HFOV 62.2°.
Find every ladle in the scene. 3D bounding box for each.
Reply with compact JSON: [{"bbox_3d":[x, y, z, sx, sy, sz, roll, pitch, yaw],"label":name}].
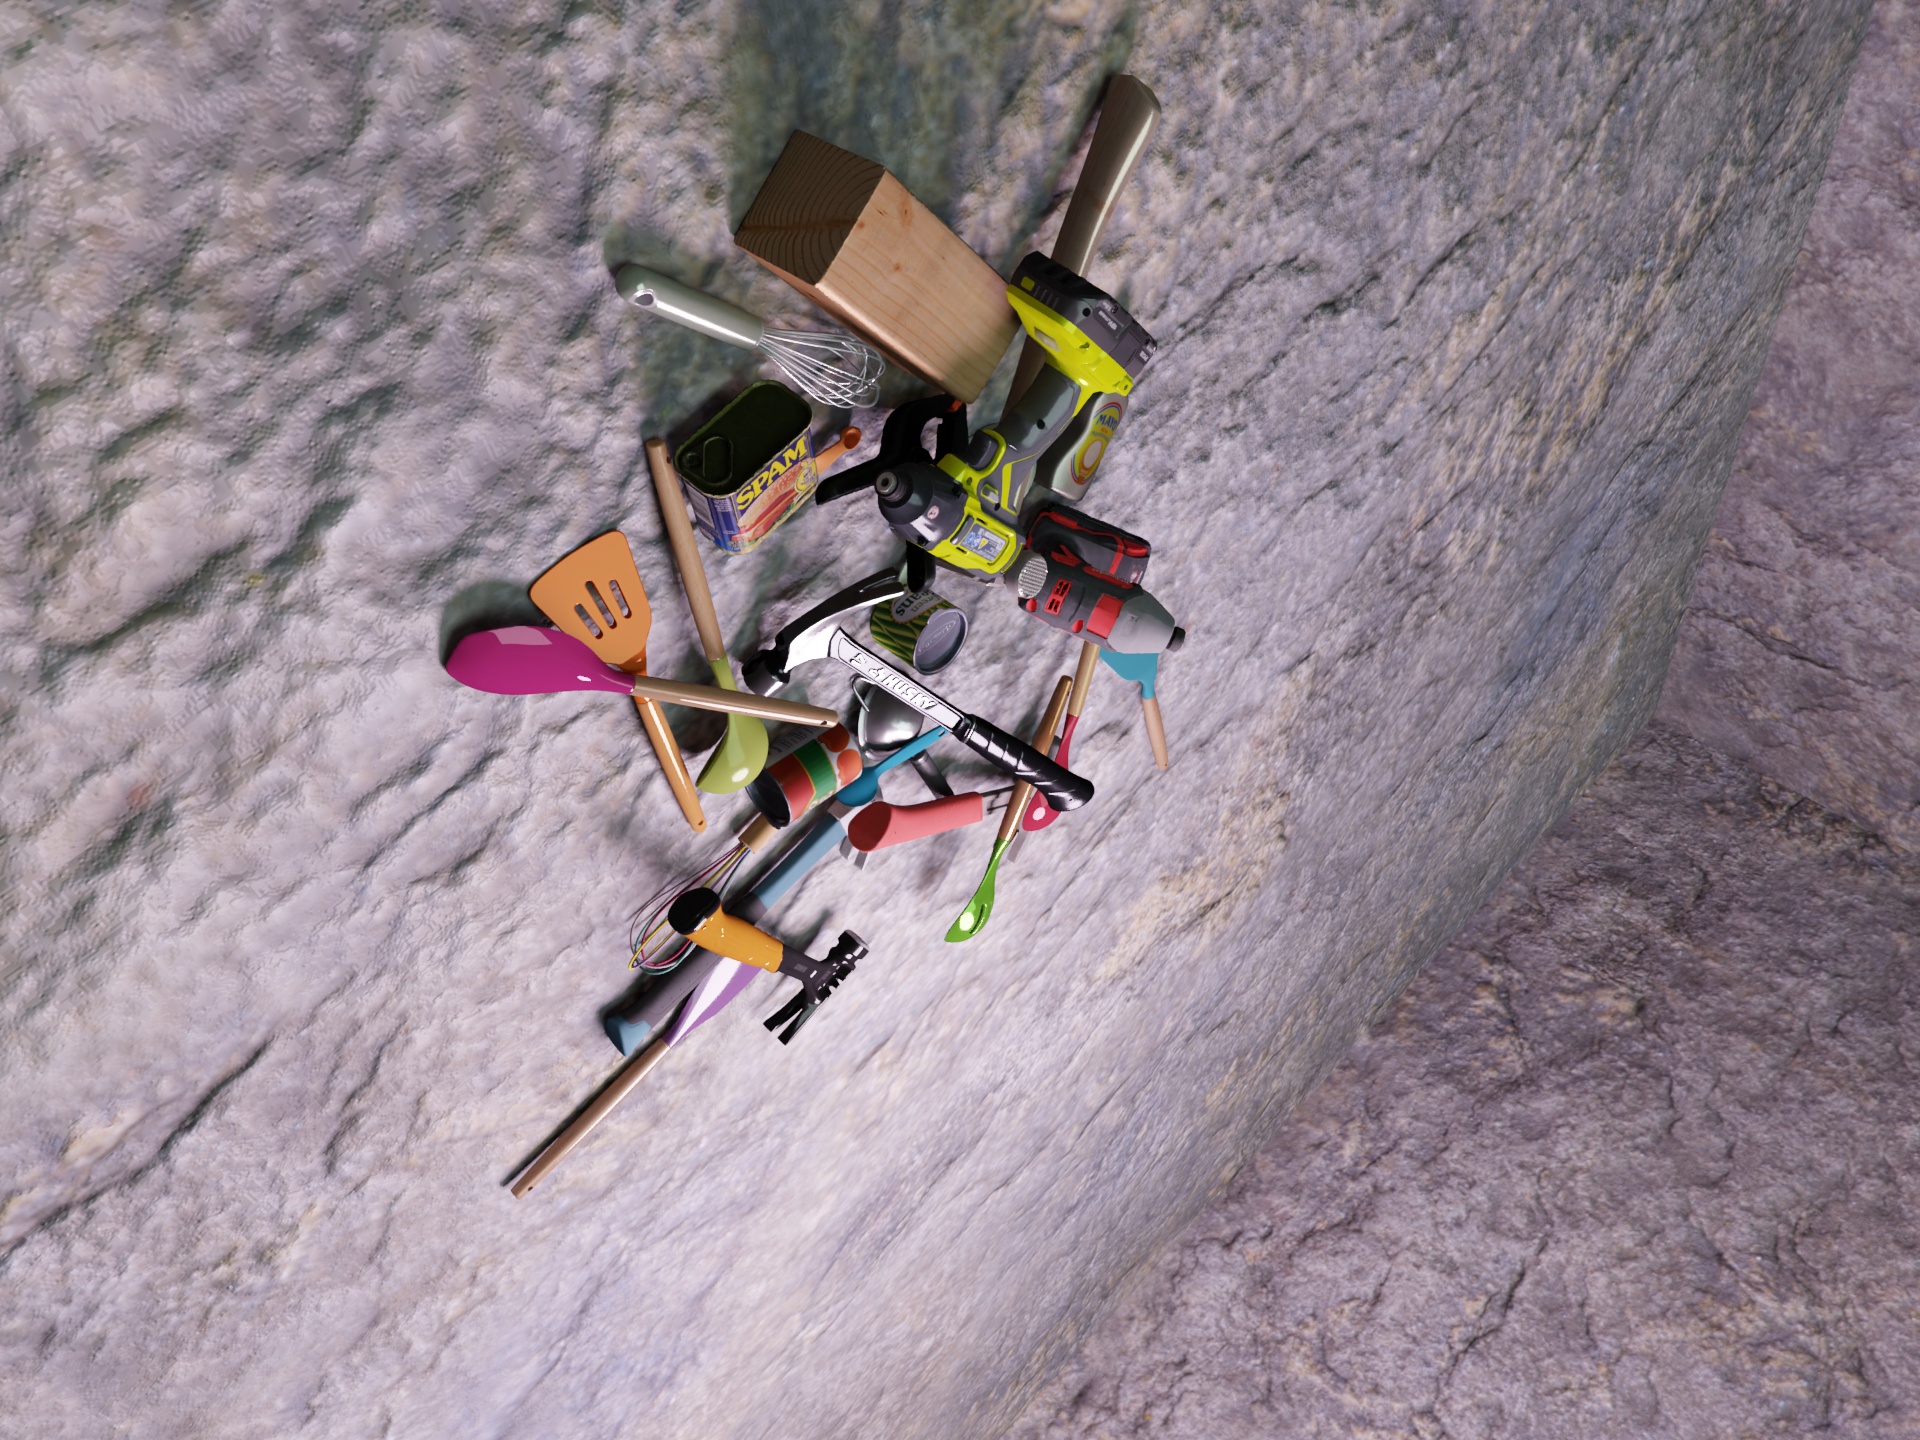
[{"bbox_3d":[0.122,-0.031,1.625,0.069,0.031,0.315,-4,111,-63],"label":"ladle"},{"bbox_3d":[-0.202,-0.071,1.201,0.078,0.062,0.319,-68,156,-46],"label":"ladle"}]

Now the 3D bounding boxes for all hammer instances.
[{"bbox_3d":[-0.193,0.172,1.440,0.331,0.033,0.128,-45,146,-16],"label":"hammer"},{"bbox_3d":[-0.181,0.211,1.418,0.127,0.034,0.336,-48,156,-4],"label":"hammer"},{"bbox_3d":[0.063,-0.313,1.283,0.038,0.146,0.410,8,103,-54],"label":"hammer"},{"bbox_3d":[-0.004,0.097,1.567,0.359,0.037,0.149,-9,126,-61],"label":"hammer"},{"bbox_3d":[-0.002,-0.004,1.399,0.149,0.036,0.408,-39,139,18],"label":"hammer"}]

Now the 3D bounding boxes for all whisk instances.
[{"bbox_3d":[-0.200,0.125,1.379,0.245,0.051,0.047,-48,142,-17],"label":"whisk"},{"bbox_3d":[-0.139,-0.266,1.098,0.058,0.059,0.246,-28,157,32],"label":"whisk"}]

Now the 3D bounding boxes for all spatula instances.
[{"bbox_3d":[-0.241,-0.010,1.220,0.081,0.041,0.322,-39,149,-21],"label":"spatula"},{"bbox_3d":[-0.289,0.313,1.455,0.316,0.018,0.059,-45,144,-17],"label":"spatula"},{"bbox_3d":[0.207,-0.025,1.797,0.082,0.044,0.317,-47,152,-14],"label":"spatula"}]

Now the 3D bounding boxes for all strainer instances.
[{"bbox_3d":[-0.041,0.028,1.504,0.087,0.050,0.258,-62,154,-17],"label":"strainer"}]

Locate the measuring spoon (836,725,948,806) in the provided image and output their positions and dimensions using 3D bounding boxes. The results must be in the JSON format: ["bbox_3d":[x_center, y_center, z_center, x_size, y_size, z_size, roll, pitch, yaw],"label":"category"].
[{"bbox_3d":[-0.054,0.041,1.432,0.128,0.021,0.042,-33,151,-17],"label":"measuring spoon"}]

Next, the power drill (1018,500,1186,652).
[{"bbox_3d":[0.120,-0.118,1.399,0.220,0.143,0.078,-89,-158,-71],"label":"power drill"}]

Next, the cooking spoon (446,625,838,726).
[{"bbox_3d":[-0.219,-0.023,1.162,0.318,0.017,0.068,10,132,-41],"label":"cooking spoon"}]

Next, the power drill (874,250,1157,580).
[{"bbox_3d":[0.035,-0.219,1.169,0.223,0.080,0.171,-55,151,9],"label":"power drill"}]

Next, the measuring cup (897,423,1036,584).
[{"bbox_3d":[0.006,-0.178,1.372,0.167,0.038,0.083,-54,148,-6],"label":"measuring cup"}]

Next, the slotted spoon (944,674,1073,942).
[{"bbox_3d":[0.052,0.096,1.603,0.070,0.031,0.313,-22,136,-63],"label":"slotted spoon"}]

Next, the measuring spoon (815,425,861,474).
[{"bbox_3d":[-0.123,-0.191,1.222,0.117,0.011,0.021,-40,146,-16],"label":"measuring spoon"}]
